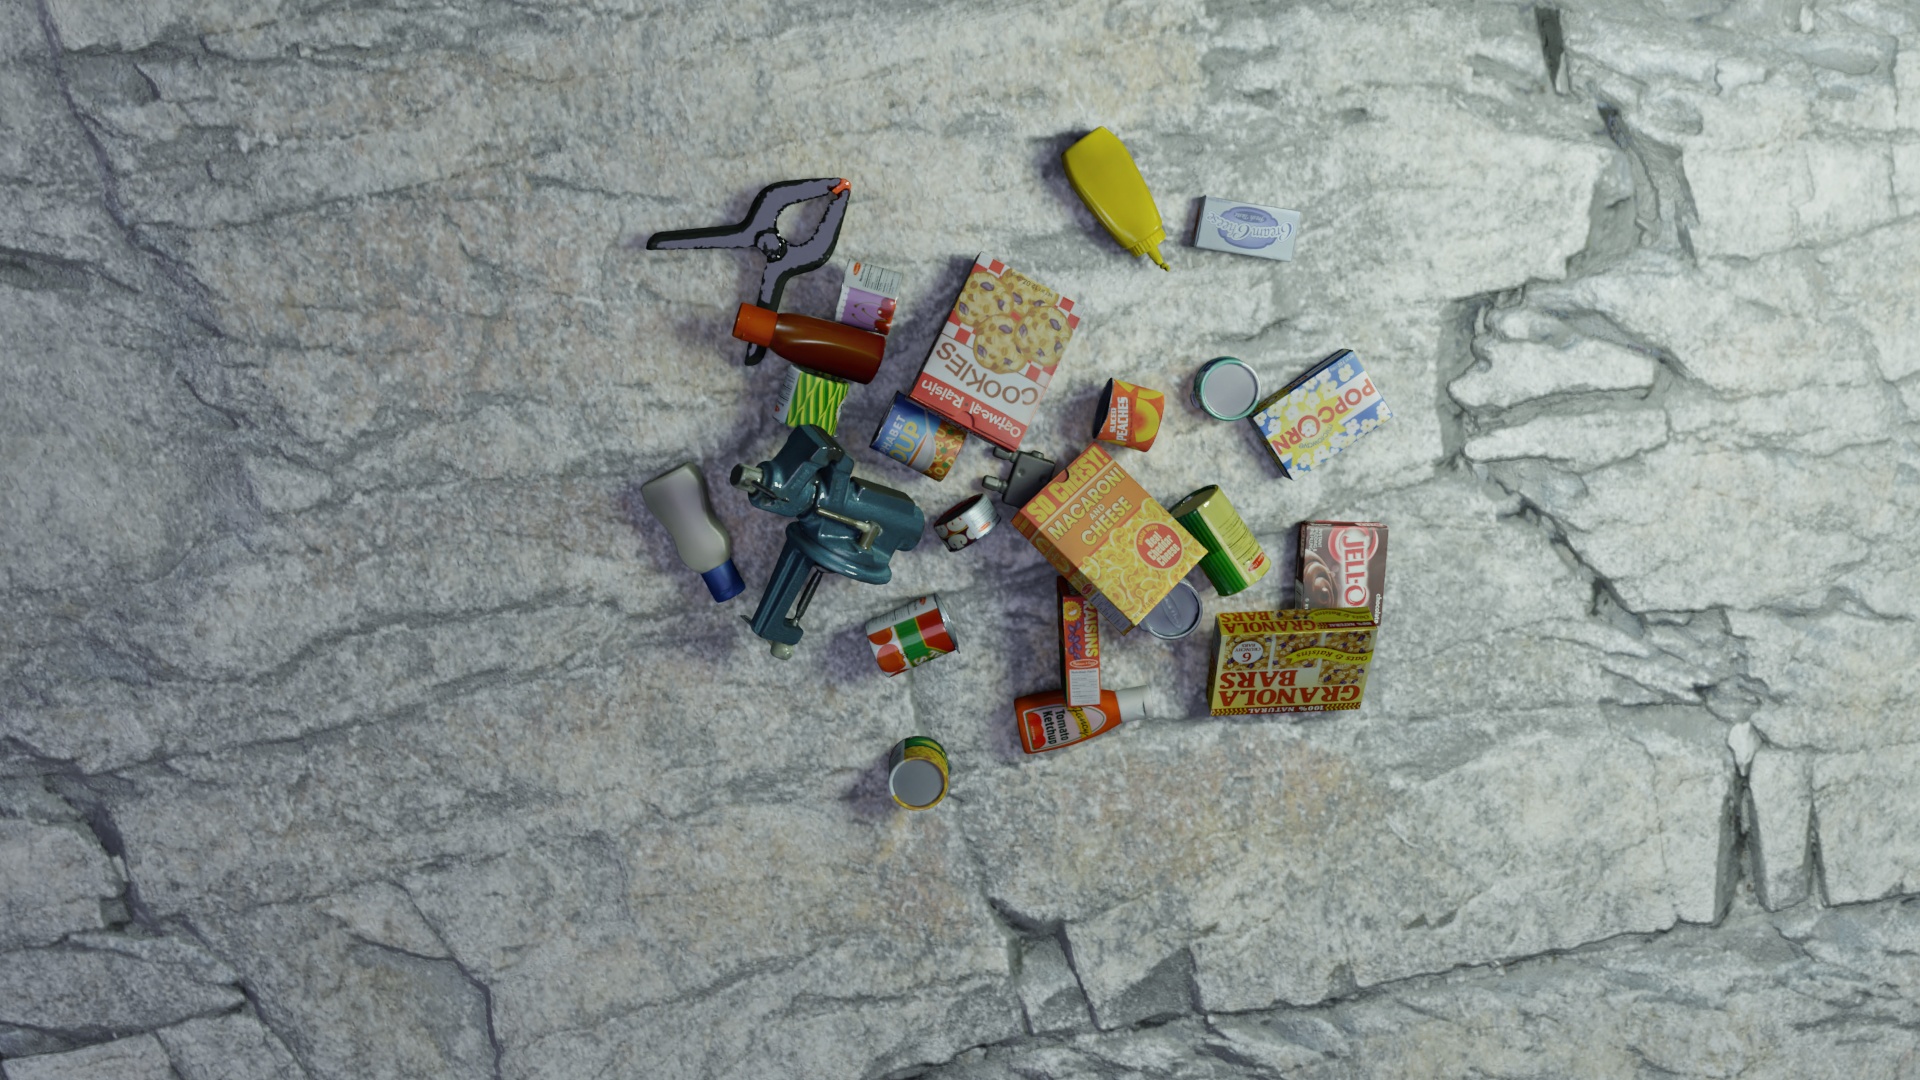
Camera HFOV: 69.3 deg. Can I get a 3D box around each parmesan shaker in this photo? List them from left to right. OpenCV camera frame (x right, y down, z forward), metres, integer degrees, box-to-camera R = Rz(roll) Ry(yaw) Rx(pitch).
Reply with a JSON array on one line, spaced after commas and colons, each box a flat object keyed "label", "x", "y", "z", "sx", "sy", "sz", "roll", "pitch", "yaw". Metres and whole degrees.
[{"label": "parmesan shaker", "x": 0.275, "y": -0.002, "z": 1.476, "sx": 0.071, "sy": 0.071, "sz": 0.103, "roll": -35, "pitch": 100, "yaw": 6}]

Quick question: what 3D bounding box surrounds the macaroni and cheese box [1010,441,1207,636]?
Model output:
[{"label": "macaroni and cheese box", "x": 0.154, "y": -0.004, "z": 1.432, "sx": 0.166, "sy": 0.040, "sz": 0.124, "roll": 45, "pitch": 65, "yaw": 5}]

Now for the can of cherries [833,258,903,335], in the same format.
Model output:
[{"label": "can of cherries", "x": -0.094, "y": -0.245, "z": 1.410, "sx": 0.058, "sy": 0.071, "sz": 0.071, "roll": 14, "pitch": 102, "yaw": -6}]

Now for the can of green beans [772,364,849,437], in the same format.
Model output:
[{"label": "can of green beans", "x": -0.153, "y": -0.144, "z": 1.428, "sx": 0.071, "sy": 0.071, "sz": 0.057, "roll": 18, "pitch": 101, "yaw": -6}]

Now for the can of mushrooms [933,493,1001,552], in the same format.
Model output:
[{"label": "can of mushrooms", "x": 0.005, "y": -0.018, "z": 1.462, "sx": 0.071, "sy": 0.071, "sz": 0.033, "roll": -32, "pitch": 102, "yaw": 5}]

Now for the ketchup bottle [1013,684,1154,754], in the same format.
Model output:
[{"label": "ketchup bottle", "x": 0.136, "y": 0.190, "z": 1.523, "sx": 0.149, "sy": 0.044, "sz": 0.064, "roll": -11, "pitch": 107, "yaw": 0}]

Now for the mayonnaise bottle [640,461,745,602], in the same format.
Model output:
[{"label": "mayonnaise bottle", "x": -0.277, "y": -0.006, "z": 1.468, "sx": 0.065, "sy": 0.041, "sz": 0.147, "roll": -25, "pitch": 103, "yaw": 6}]

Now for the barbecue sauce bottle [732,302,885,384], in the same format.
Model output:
[{"label": "barbecue sauce bottle", "x": -0.154, "y": -0.201, "z": 1.402, "sx": 0.148, "sy": 0.064, "sz": 0.044, "roll": 15, "pitch": 63, "yaw": -15}]

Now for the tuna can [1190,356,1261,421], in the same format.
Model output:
[{"label": "tuna can", "x": 0.278, "y": -0.158, "z": 1.456, "sx": 0.071, "sy": 0.033, "sz": 0.071, "roll": -1, "pitch": 102, "yaw": -2}]

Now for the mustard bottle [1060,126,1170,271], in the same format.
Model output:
[{"label": "mustard bottle", "x": 0.165, "y": -0.338, "z": 1.405, "sx": 0.065, "sy": 0.049, "sz": 0.160, "roll": -33, "pitch": 102, "yaw": 6}]

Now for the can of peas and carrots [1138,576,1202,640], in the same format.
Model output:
[{"label": "can of peas and carrots", "x": 0.220, "y": 0.069, "z": 1.491, "sx": 0.071, "sy": 0.059, "sz": 0.070, "roll": 0, "pitch": 103, "yaw": -1}]

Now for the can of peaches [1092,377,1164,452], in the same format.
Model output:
[{"label": "can of peaches", "x": 0.174, "y": -0.129, "z": 1.440, "sx": 0.058, "sy": 0.071, "sz": 0.071, "roll": 15, "pitch": 102, "yaw": -6}]

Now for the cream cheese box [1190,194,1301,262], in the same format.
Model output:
[{"label": "cream cheese box", "x": 0.293, "y": -0.320, "z": 1.425, "sx": 0.104, "sy": 0.024, "sz": 0.053, "roll": 8, "pitch": 102, "yaw": -4}]

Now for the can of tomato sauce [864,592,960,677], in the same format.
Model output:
[{"label": "can of tomato sauce", "x": -0.051, "y": 0.103, "z": 1.485, "sx": 0.083, "sy": 0.071, "sz": 0.071, "roll": -23, "pitch": 102, "yaw": 4}]

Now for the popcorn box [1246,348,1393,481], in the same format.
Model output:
[{"label": "popcorn box", "x": 0.377, "y": -0.132, "z": 1.462, "sx": 0.126, "sy": 0.038, "sz": 0.085, "roll": -34, "pitch": 102, "yaw": 6}]

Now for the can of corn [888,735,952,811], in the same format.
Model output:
[{"label": "can of corn", "x": -0.044, "y": 0.256, "z": 1.523, "sx": 0.071, "sy": 0.058, "sz": 0.071, "roll": 0, "pitch": 103, "yaw": -1}]

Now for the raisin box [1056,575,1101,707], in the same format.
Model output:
[{"label": "raisin box", "x": 0.127, "y": 0.106, "z": 1.482, "sx": 0.040, "sy": 0.086, "sz": 0.123, "roll": -3, "pitch": 103, "yaw": 1}]

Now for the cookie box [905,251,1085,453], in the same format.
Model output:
[{"label": "cookie box", "x": 0.035, "y": -0.190, "z": 1.414, "sx": 0.123, "sy": 0.040, "sz": 0.167, "roll": 27, "pitch": 83, "yaw": -8}]

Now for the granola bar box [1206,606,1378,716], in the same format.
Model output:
[{"label": "granola bar box", "x": 0.353, "y": 0.131, "z": 1.495, "sx": 0.166, "sy": 0.039, "sz": 0.123, "roll": -2, "pitch": 129, "yaw": -1}]

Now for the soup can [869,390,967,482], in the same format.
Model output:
[{"label": "soup can", "x": -0.044, "y": -0.105, "z": 1.438, "sx": 0.084, "sy": 0.071, "sz": 0.071, "roll": 27, "pitch": 101, "yaw": -8}]
